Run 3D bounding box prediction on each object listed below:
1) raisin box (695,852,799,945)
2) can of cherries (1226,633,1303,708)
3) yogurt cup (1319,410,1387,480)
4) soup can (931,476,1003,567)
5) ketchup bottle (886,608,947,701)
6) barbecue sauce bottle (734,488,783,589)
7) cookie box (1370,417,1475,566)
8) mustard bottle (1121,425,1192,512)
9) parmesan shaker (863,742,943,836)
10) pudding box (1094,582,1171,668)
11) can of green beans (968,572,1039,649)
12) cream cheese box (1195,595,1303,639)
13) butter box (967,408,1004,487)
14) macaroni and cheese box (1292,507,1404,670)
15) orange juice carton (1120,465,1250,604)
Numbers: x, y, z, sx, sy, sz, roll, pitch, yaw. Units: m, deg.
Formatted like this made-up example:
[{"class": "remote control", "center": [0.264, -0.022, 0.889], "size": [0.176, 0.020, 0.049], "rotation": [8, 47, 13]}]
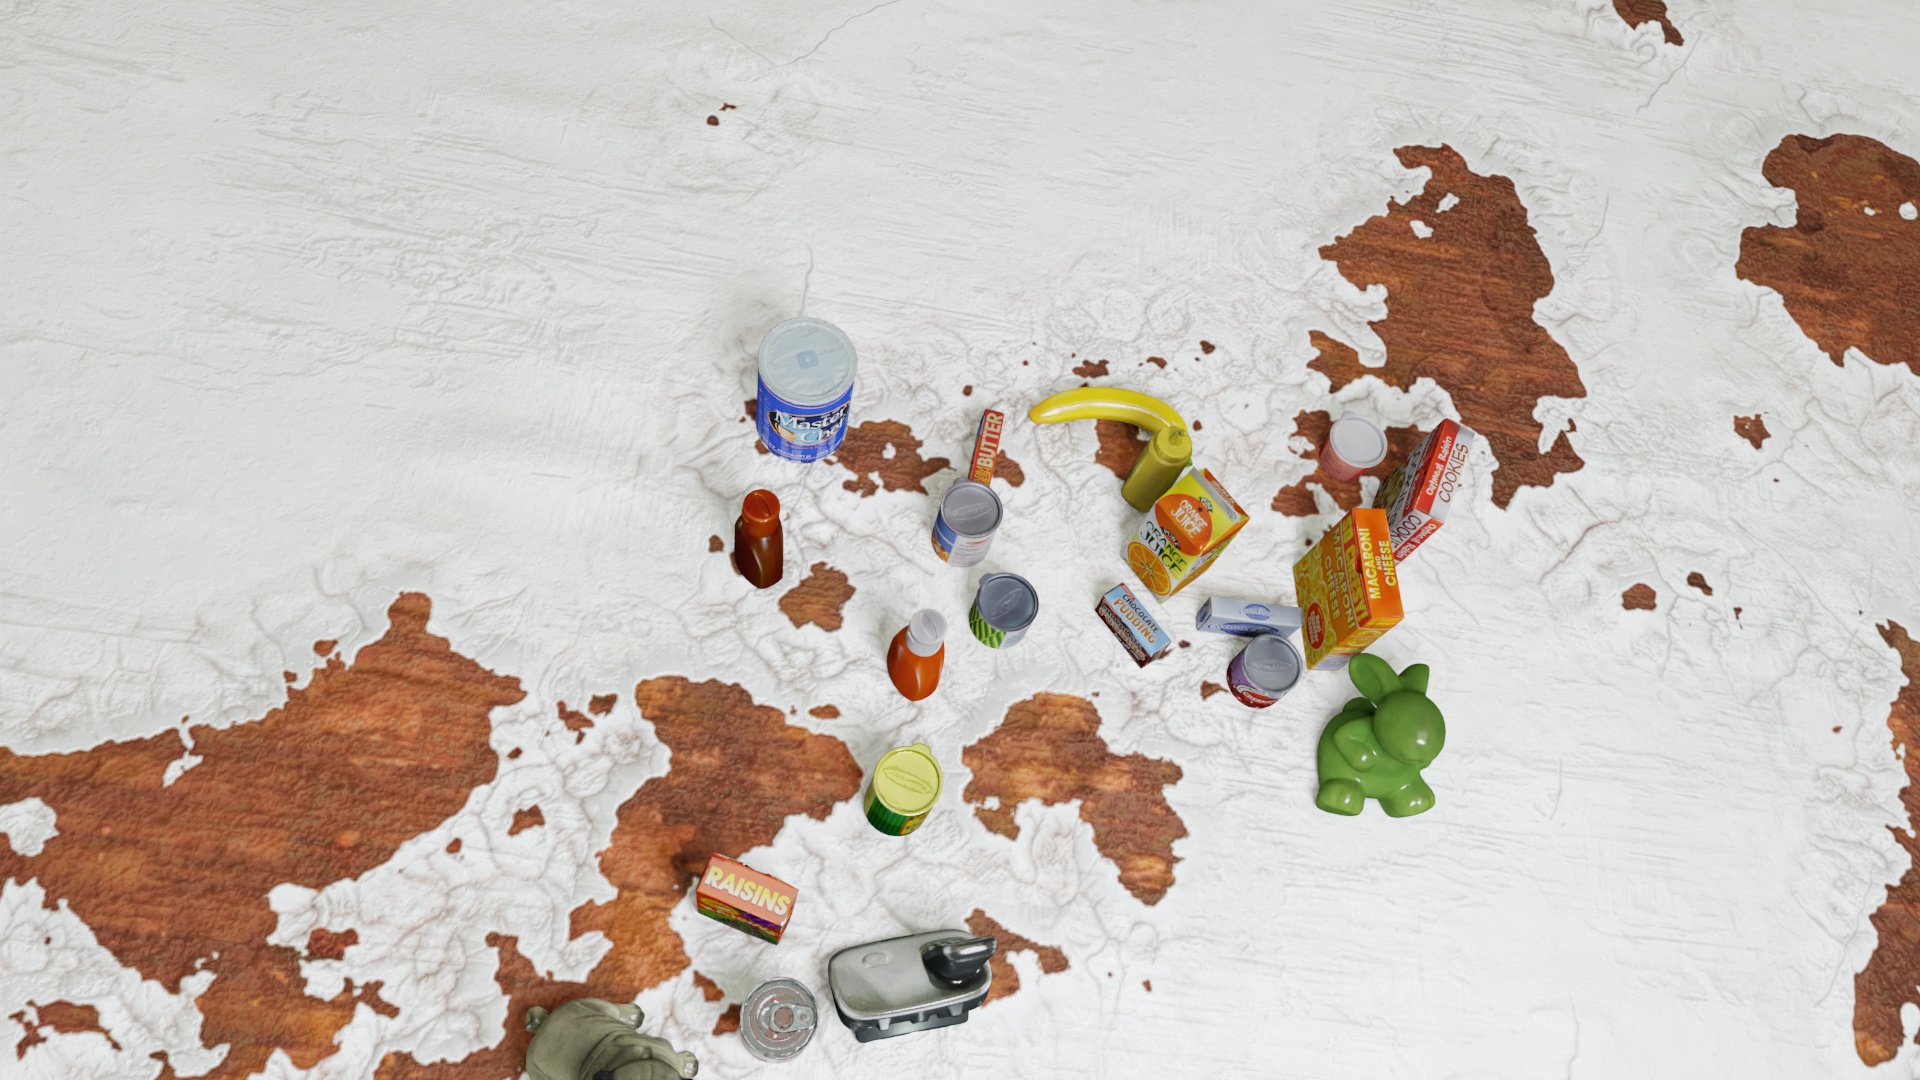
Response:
[{"class": "raisin box", "center": [-0.195, 0.329, 1.269], "size": [0.086, 0.123, 0.040], "rotation": [23, 65, 1]}, {"class": "can of cherries", "center": [0.322, 0.142, 1.475], "size": [0.071, 0.058, 0.072], "rotation": [4, 66, -8]}, {"class": "yogurt cup", "center": [0.452, -0.104, 1.610], "size": [0.072, 0.053, 0.072], "rotation": [4, 66, -8]}, {"class": "soup can", "center": [0.005, -0.019, 1.480], "size": [0.071, 0.083, 0.071], "rotation": [4, 66, -8]}, {"class": "ketchup bottle", "center": [-0.041, 0.110, 1.379], "size": [0.044, 0.148, 0.065], "rotation": [-25, 73, -18]}, {"class": "barbecue sauce bottle", "center": [-0.203, -0.005, 1.404], "size": [0.044, 0.148, 0.065], "rotation": [-28, 74, -19]}, {"class": "cookie box", "center": [0.494, -0.043, 1.526], "size": [0.040, 0.166, 0.123], "rotation": [26, 65, 2]}, {"class": "mustard bottle", "center": [0.219, -0.086, 1.504], "size": [0.049, 0.159, 0.065], "rotation": [35, 66, 7]}, {"class": "parmesan shaker", "center": [-0.055, 0.242, 1.343], "size": [0.071, 0.102, 0.071], "rotation": [4, 66, -8]}, {"class": "pudding box", "center": [0.184, 0.091, 1.480], "size": [0.030, 0.049, 0.084], "rotation": [-32, 75, -20]}, {"class": "can of green beans", "center": [0.045, 0.074, 1.459], "size": [0.071, 0.057, 0.071], "rotation": [4, 66, -8]}, {"class": "cream cheese box", "center": [0.312, 0.085, 1.501], "size": [0.104, 0.053, 0.024], "rotation": [7, 66, -6]}, {"class": "butter box", "center": [0.025, -0.088, 1.532], "size": [0.024, 0.053, 0.104], "rotation": [14, 65, -3]}, {"class": "macaroni and cheese box", "center": [0.406, 0.055, 1.469], "size": [0.040, 0.165, 0.124], "rotation": [1, 66, -9]}, {"class": "orange juice carton", "center": [0.239, -0.011, 1.456], "size": [0.073, 0.191, 0.072], "rotation": [-33, 75, -21]}]
